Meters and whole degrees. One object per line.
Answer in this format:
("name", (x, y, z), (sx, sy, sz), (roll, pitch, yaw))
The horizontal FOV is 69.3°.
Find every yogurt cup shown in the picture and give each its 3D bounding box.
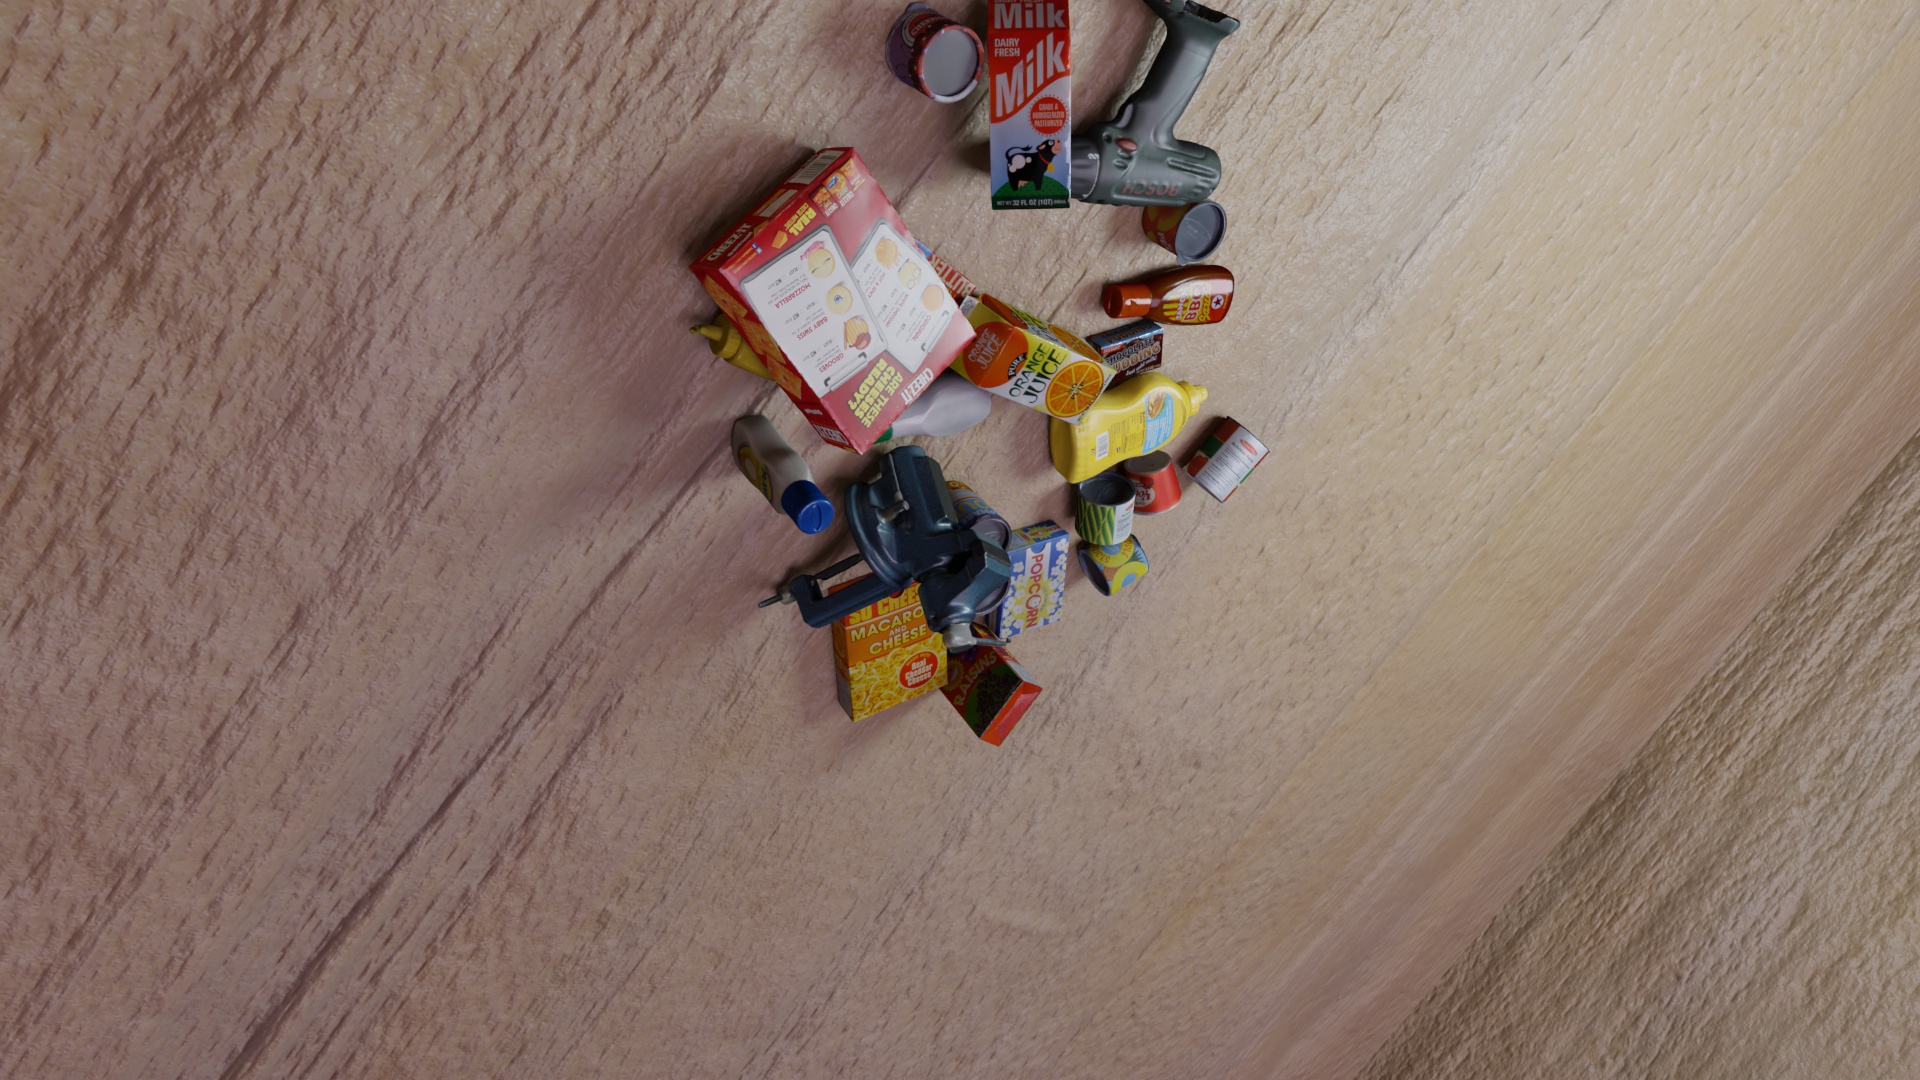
("yogurt cup", (0.219, -0.068, 1.599), (0.072, 0.072, 0.053), (-25, 124, -18))

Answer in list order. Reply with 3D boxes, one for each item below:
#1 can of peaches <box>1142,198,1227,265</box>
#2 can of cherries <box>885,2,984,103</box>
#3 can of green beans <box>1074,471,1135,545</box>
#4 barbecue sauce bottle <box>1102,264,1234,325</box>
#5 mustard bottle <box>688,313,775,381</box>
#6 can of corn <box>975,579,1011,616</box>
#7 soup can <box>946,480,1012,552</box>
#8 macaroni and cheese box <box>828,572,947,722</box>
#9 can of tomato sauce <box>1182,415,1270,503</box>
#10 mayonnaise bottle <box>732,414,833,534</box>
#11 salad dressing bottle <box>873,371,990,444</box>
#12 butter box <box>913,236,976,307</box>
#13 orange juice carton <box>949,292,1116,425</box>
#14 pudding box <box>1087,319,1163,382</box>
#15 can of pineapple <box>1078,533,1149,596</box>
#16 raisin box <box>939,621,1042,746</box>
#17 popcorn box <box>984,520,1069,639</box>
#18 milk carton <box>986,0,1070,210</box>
("can of peaches", (0.228, -0.325, 1.427), (0.071, 0.058, 0.071), (-19, 130, -24))
("can of cherries", (-0.022, -0.416, 1.185), (0.072, 0.058, 0.071), (-19, 130, -24))
("can of green beans", (0.164, -0.036, 1.579), (0.071, 0.071, 0.057), (-19, 132, -23))
("barbecue sauce bottle", (0.221, -0.259, 1.479), (0.149, 0.044, 0.064), (-9, 126, -30))
("mustard bottle", (-0.174, -0.177, 1.254), (0.160, 0.049, 0.065), (10, 106, -38))
("can of corn", (0.011, 0.040, 1.532), (0.071, 0.058, 0.070), (-19, 130, -24))
("soup can", (0.005, -0.018, 1.468), (0.071, 0.084, 0.071), (-19, 130, -24))
("macaroni and cheese box", (-0.077, 0.108, 1.531), (0.124, 0.040, 0.165), (-20, 130, -24))
("can of tomato sauce", (0.314, -0.095, 1.646), (0.083, 0.071, 0.071), (-49, 135, 5))
("mayonnaise bottle", (-0.164, -0.058, 1.275), (0.041, 0.148, 0.064), (-18, 129, -24))
("salad dressing bottle", (-0.043, -0.127, 1.386), (0.148, 0.044, 0.064), (-18, 131, -23))
("butter box", (-0.036, -0.249, 1.318), (0.103, 0.024, 0.053), (29, 102, -44))
("orange juice carton", (0.058, -0.186, 1.392), (0.193, 0.073, 0.071), (16, 116, -41))
("pudding box", (0.177, -0.203, 1.496), (0.084, 0.030, 0.049), (-19, 129, -24))
("can of pineapple", (0.180, 0.023, 1.633), (0.058, 0.071, 0.070), (-32, 134, -12))
("raisin box", (0.028, 0.162, 1.584), (0.040, 0.124, 0.086), (26, 104, -43))
("popcorn box", (0.076, 0.046, 1.596), (0.085, 0.038, 0.126), (-15, 128, -25))
("milk carton", (0.060, -0.391, 1.219), (0.072, 0.074, 0.189), (0, 111, 2))
